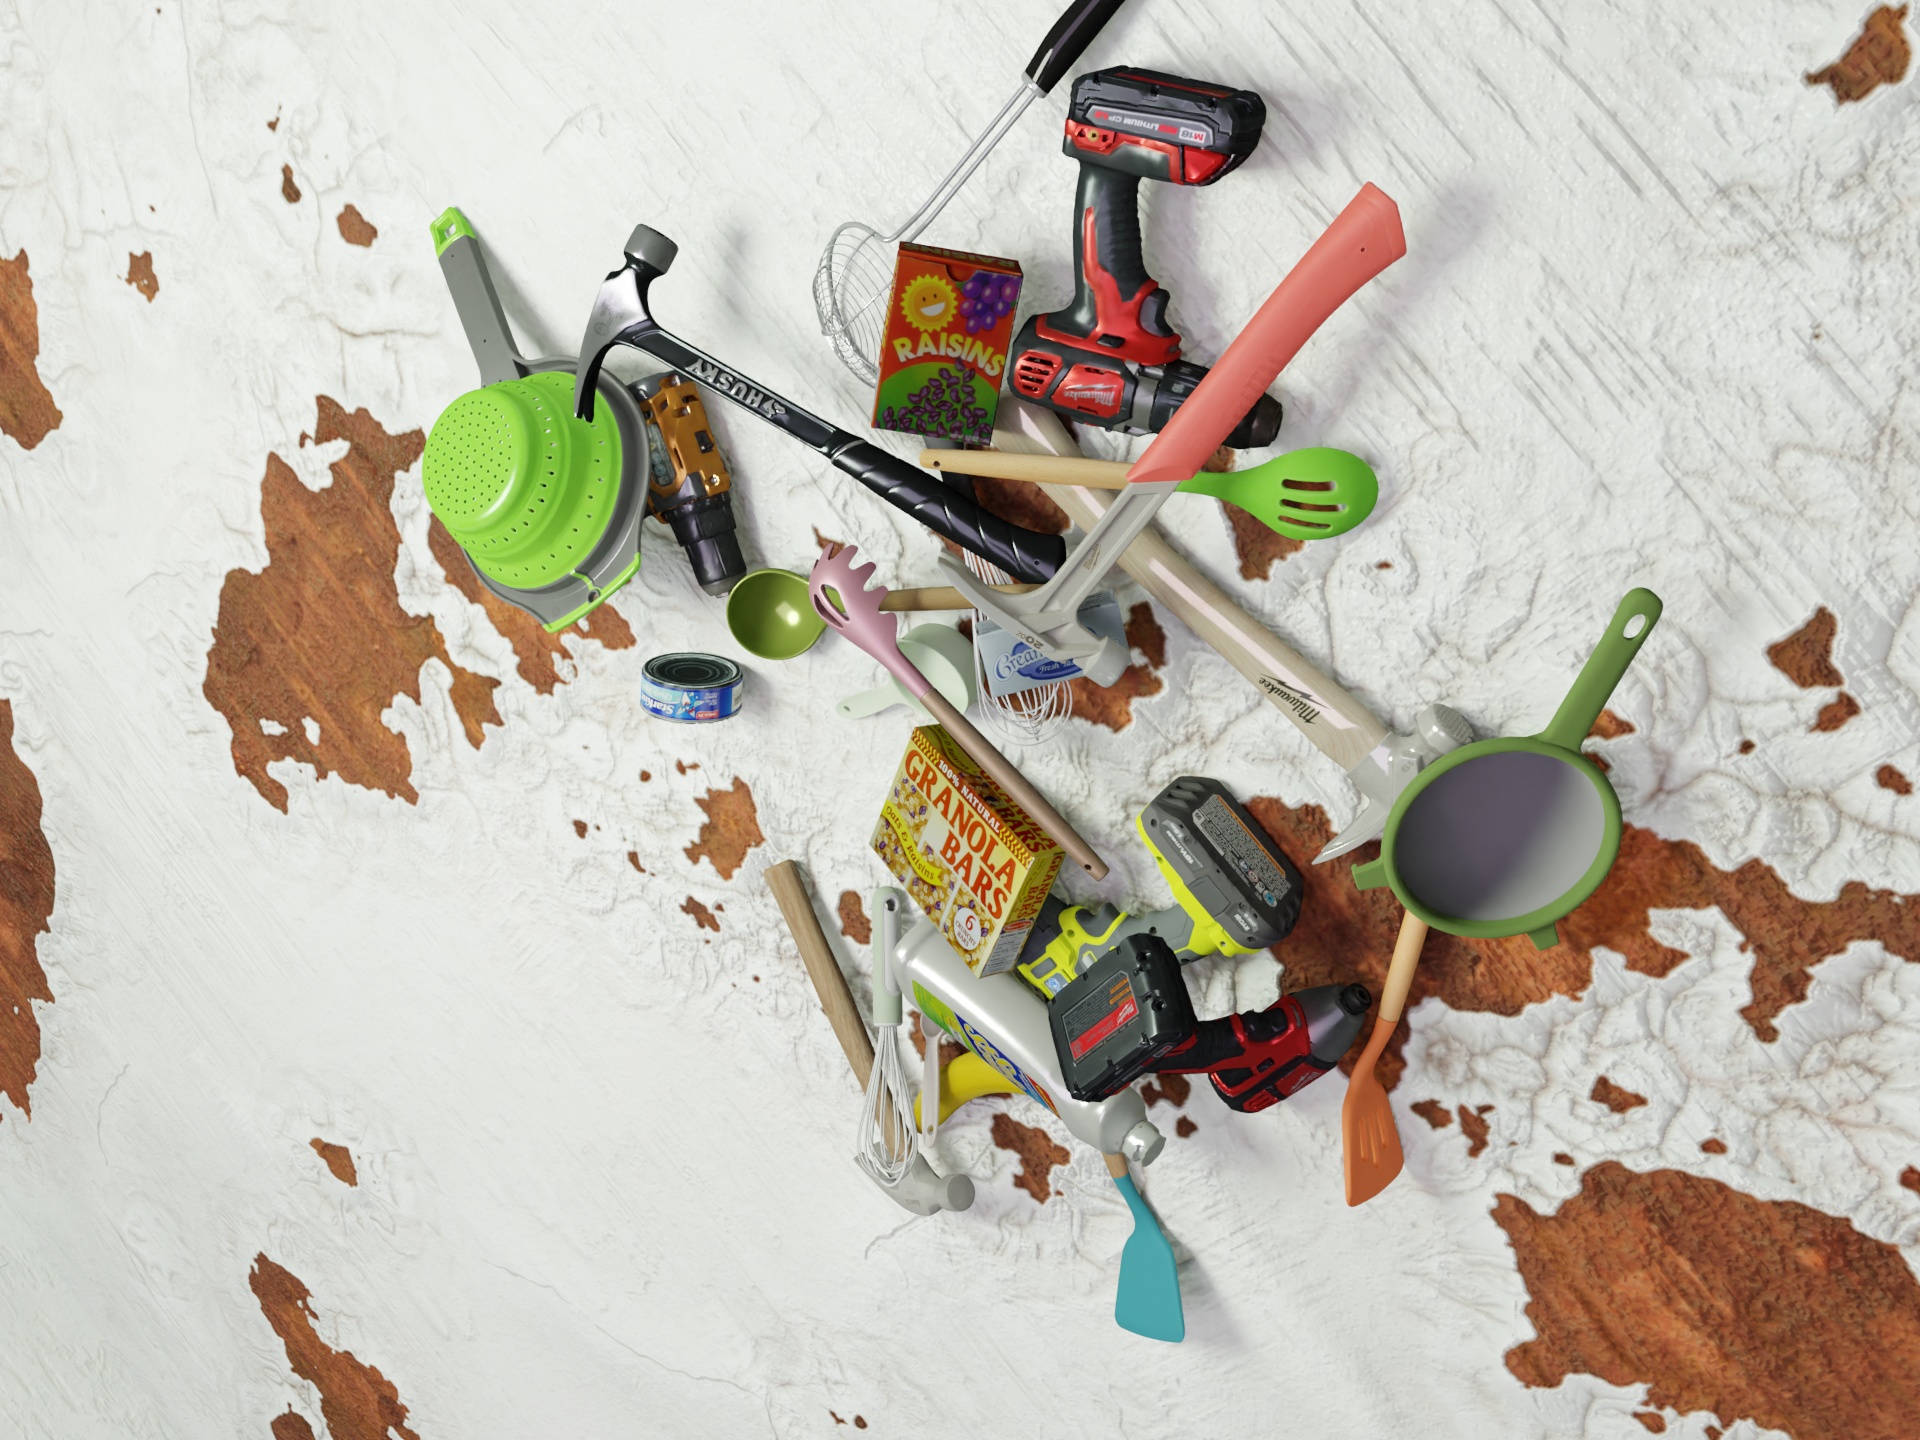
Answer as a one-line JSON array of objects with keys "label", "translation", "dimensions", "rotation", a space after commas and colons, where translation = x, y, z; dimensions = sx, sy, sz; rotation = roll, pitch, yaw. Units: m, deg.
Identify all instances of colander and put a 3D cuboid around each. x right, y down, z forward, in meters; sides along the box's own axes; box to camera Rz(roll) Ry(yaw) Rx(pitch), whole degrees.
[{"label": "colander", "translation": [-0.380, -0.263, 1.262], "dimensions": [0.204, 0.094, 0.397], "rotation": [-33, 69, 22]}]

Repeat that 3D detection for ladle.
[{"label": "ladle", "translation": [-0.059, -0.085, 1.198], "dimensions": [0.320, 0.062, 0.078], "rotation": [2, 121, 44]}]

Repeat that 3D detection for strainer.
[{"label": "strainer", "translation": [0.363, 0.020, 1.015], "dimensions": [0.151, 0.069, 0.256], "rotation": [19, 116, -8]}]

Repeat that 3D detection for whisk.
[{"label": "whisk", "translation": [-0.060, 0.261, 1.327], "dimensions": [0.059, 0.057, 0.246], "rotation": [-17, 71, 56]}, {"label": "whisk", "translation": [0.015, -0.117, 1.184], "dimensions": [0.070, 0.070, 0.284], "rotation": [-15, 96, 34]}]

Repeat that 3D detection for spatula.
[{"label": "spatula", "translation": [0.318, 0.193, 1.128], "dimensions": [0.041, 0.081, 0.322], "rotation": [26, 116, 38]}, {"label": "spatula", "translation": [0.117, 0.356, 1.309], "dimensions": [0.082, 0.044, 0.317], "rotation": [-12, 101, 53]}]

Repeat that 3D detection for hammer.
[{"label": "hammer", "translation": [0.142, -0.189, 1.012], "dimensions": [0.149, 0.037, 0.359], "rotation": [34, 114, -11]}, {"label": "hammer", "translation": [-0.101, -0.201, 1.158], "dimensions": [0.409, 0.036, 0.149], "rotation": [31, 97, 8]}, {"label": "hammer", "translation": [0.159, -0.080, 1.124], "dimensions": [0.411, 0.038, 0.146], "rotation": [44, 125, 9]}, {"label": "hammer", "translation": [-0.095, 0.277, 1.392], "dimensions": [0.130, 0.031, 0.331], "rotation": [-26, 88, 54]}]

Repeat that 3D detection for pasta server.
[{"label": "pasta server", "translation": [-0.002, -0.004, 1.164], "dimensions": [0.316, 0.040, 0.060], "rotation": [46, 133, 2]}]

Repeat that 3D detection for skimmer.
[{"label": "skimmer", "translation": [0.022, -0.380, 1.093], "dimensions": [0.363, 0.090, 0.127], "rotation": [-45, 73, 24]}]

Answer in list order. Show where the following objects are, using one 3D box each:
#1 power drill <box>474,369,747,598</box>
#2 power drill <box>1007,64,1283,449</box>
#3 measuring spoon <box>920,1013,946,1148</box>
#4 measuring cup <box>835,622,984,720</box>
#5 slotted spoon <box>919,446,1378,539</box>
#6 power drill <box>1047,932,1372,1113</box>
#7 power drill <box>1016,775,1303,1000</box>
[{"label": "power drill", "translation": [-0.286, -0.172, 1.326], "dimensions": [0.226, 0.084, 0.185], "rotation": [-14, 101, 29]}, {"label": "power drill", "translation": [0.136, -0.291, 1.033], "dimensions": [0.188, 0.080, 0.226], "rotation": [19, 121, 15]}, {"label": "measuring spoon", "translation": [-0.019, 0.299, 1.350], "dimensions": [0.034, 0.018, 0.124], "rotation": [-16, 65, 46]}, {"label": "measuring cup", "translation": [-0.044, -0.031, 1.266], "dimensions": [0.167, 0.038, 0.083], "rotation": [-18, 113, 51]}, {"label": "slotted spoon", "translation": [0.121, -0.163, 1.078], "dimensions": [0.314, 0.031, 0.070], "rotation": [8, 129, 16]}, {"label": "power drill", "translation": [0.184, 0.220, 1.130], "dimensions": [0.143, 0.219, 0.079], "rotation": [-45, 44, 36]}, {"label": "power drill", "translation": [0.132, 0.146, 1.203], "dimensions": [0.171, 0.080, 0.223], "rotation": [50, 128, 4]}]
